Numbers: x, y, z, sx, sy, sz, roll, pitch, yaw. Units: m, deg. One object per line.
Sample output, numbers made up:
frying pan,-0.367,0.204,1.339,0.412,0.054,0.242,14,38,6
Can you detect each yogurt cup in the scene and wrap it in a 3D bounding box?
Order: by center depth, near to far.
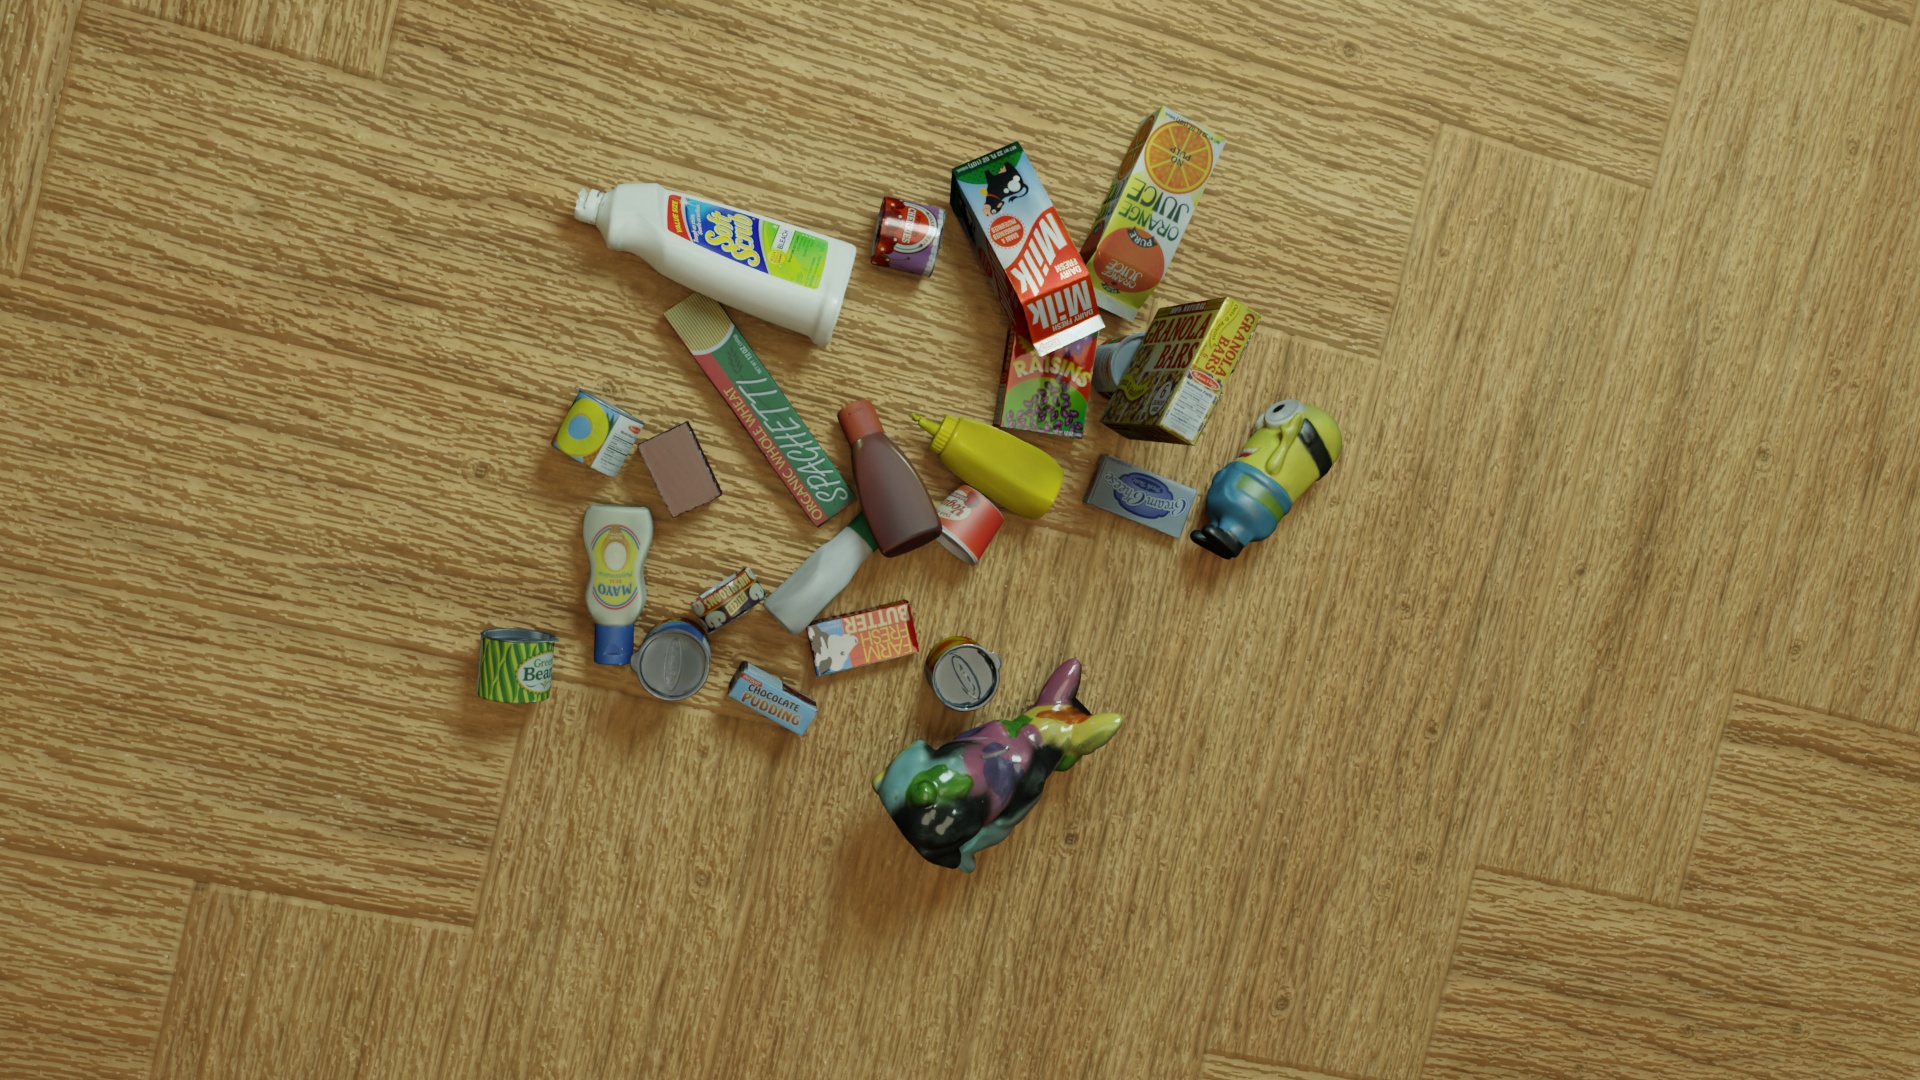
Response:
yogurt cup,0.005,-0.017,1.342,0.072,0.072,0.054,42,79,-10

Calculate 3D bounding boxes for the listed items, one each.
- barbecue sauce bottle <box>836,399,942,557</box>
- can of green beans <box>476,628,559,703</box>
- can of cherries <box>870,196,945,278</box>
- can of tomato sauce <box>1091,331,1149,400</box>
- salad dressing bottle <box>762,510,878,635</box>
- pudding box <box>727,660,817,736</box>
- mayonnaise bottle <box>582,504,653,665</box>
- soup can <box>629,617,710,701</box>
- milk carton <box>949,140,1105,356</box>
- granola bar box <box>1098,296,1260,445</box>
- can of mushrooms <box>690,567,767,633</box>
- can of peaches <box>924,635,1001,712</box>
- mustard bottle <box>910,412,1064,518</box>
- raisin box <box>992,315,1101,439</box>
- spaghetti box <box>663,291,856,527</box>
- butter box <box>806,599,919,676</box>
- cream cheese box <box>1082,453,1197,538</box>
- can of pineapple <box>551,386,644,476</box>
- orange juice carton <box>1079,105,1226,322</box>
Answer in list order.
barbecue sauce bottle,-0.073,-0.061,1.309,0.065,0.043,0.149,-24,75,-1
can of green beans,-0.409,0.115,1.278,0.071,0.071,0.057,5,94,-10
can of cherries,-0.050,-0.287,1.306,0.058,0.071,0.071,12,93,-10
can of tomato sauce,0.168,-0.166,1.347,0.071,0.083,0.071,-1,95,-10
salad dressing bottle,-0.121,0.024,1.326,0.148,0.064,0.044,-45,110,-11
pudding box,-0.179,0.151,1.329,0.083,0.050,0.030,31,91,-11
mayonnaise bottle,-0.322,0.041,1.300,0.065,0.041,0.148,2,94,-12
soup can,-0.269,0.108,1.293,0.071,0.084,0.071,-1,95,-10
milk carton,0.062,-0.266,1.297,0.072,0.073,0.191,-25,79,-8
granola bar box,0.190,-0.148,1.225,0.039,0.165,0.124,28,90,-13
can of mushrooms,-0.218,0.056,1.305,0.071,0.071,0.033,-32,98,-6
can of peaches,0.003,0.128,1.355,0.071,0.058,0.071,-1,94,-10
mustard bottle,0.021,-0.082,1.341,0.160,0.048,0.066,30,46,-7
raisin box,0.085,-0.165,1.356,0.086,0.040,0.123,8,94,-9
spaghetti box,-0.188,-0.125,1.317,0.050,0.029,0.249,-36,99,-5
butter box,-0.095,0.095,1.352,0.104,0.024,0.053,-13,97,-8
cream cheese box,0.180,-0.044,1.389,0.104,0.024,0.053,21,91,-11
can of pineapple,-0.334,-0.099,1.275,0.071,0.071,0.058,29,90,-11
orange juice carton,0.176,-0.312,1.343,0.072,0.073,0.192,25,90,-11
